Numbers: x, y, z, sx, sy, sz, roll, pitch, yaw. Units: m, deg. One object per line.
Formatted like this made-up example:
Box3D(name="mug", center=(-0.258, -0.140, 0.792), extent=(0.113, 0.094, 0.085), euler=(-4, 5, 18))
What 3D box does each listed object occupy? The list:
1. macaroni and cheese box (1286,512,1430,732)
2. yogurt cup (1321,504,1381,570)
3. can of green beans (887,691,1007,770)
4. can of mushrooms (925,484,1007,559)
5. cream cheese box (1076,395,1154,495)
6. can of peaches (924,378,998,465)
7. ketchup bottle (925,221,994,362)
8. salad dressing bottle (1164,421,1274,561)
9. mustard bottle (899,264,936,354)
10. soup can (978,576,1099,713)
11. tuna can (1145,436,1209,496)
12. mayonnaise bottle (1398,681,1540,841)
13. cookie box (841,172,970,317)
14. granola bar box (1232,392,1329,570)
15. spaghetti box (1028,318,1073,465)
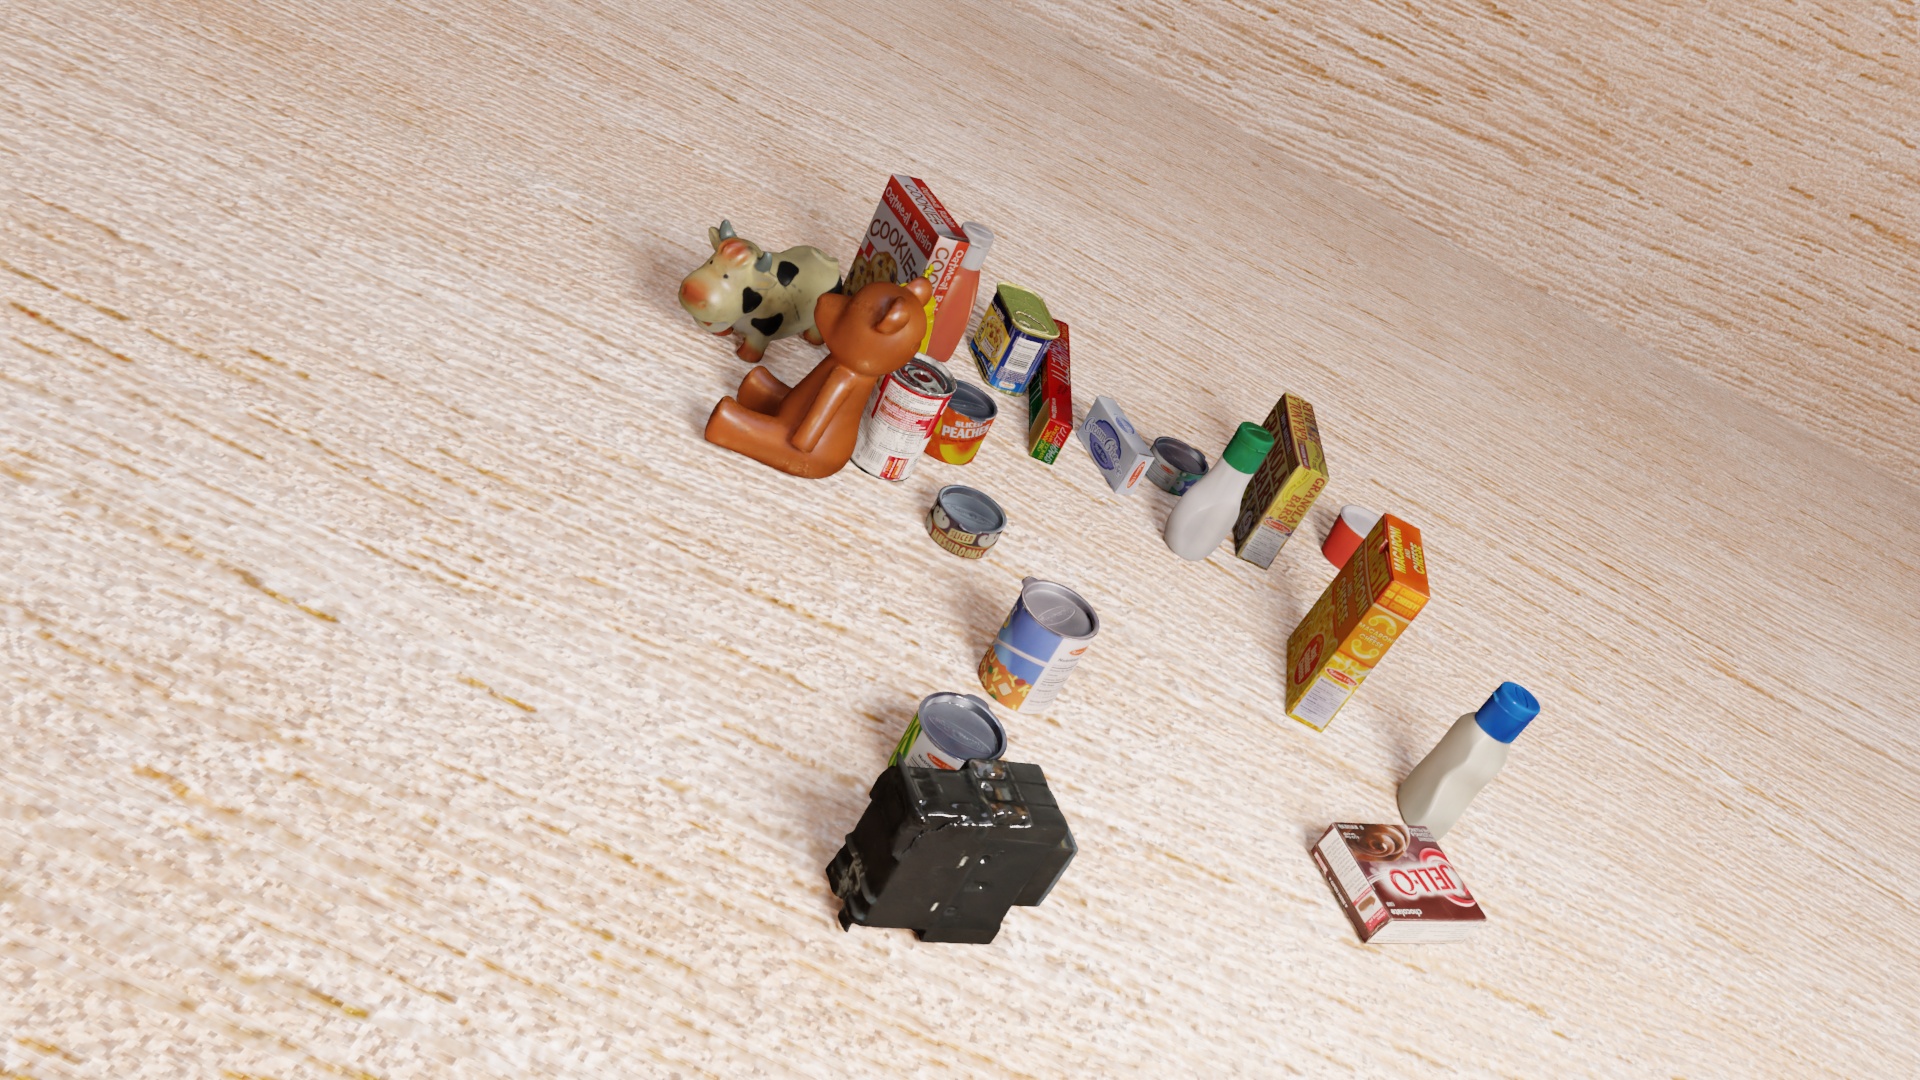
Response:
Box3D(name="macaroni and cheese box", center=(0.350, 0.072, 1.237), extent=(0.040, 0.165, 0.124), euler=(27, 31, -3))
Box3D(name="yogurt cup", center=(0.429, 0.002, 1.507), extent=(0.072, 0.053, 0.073), euler=(20, 32, -13))
Box3D(name="can of green beans", center=(-0.010, 0.147, 0.953), extent=(0.071, 0.057, 0.071), euler=(20, 32, -13))
Box3D(name="can of mushrooms", center=(0.004, -0.015, 1.221), extent=(0.071, 0.033, 0.071), euler=(20, 32, -13))
Box3D(name="cream cheese box", center=(0.160, -0.099, 1.443), extent=(0.024, 0.053, 0.104), euler=(7, 37, -31))
Box3D(name="can of peaches", center=(-0.005, -0.112, 1.329), extent=(0.071, 0.057, 0.071), euler=(20, 32, -13))
Box3D(name="ketchup bottle", center=(-0.011, -0.260, 1.451), extent=(0.065, 0.148, 0.044), euler=(20, 32, -14))
Box3D(name="salad dressing bottle", center=(0.252, -0.048, 1.351), extent=(0.064, 0.147, 0.044), euler=(9, 36, -29))
Box3D(name="mustard bottle", center=(-0.061, -0.189, 1.299), extent=(0.065, 0.159, 0.049), euler=(9, 36, -28))
Box3D(name="soup can", center=(0.058, 0.081, 1.076), extent=(0.071, 0.083, 0.072), euler=(20, 32, -13))
Box3D(name="tuna can", center=(0.231, -0.079, 1.490), extent=(0.071, 0.032, 0.071), euler=(20, 32, -13))
Box3D(name="mayonnaise bottle", center=(0.422, 0.181, 1.154), extent=(0.041, 0.147, 0.065), euler=(24, 32, -8))
Box3D(name="cookie box", center=(-0.062, -0.266, 1.402), extent=(0.040, 0.166, 0.123), euler=(3, 39, -35))
Box3D(name="granola bar box", center=(0.330, -0.065, 1.459), extent=(0.039, 0.123, 0.166), euler=(24, 32, -8))
Box3D(name="spaghetti box", center=(0.096, -0.166, 1.493), extent=(0.029, 0.050, 0.251), euler=(22, 32, -11))
